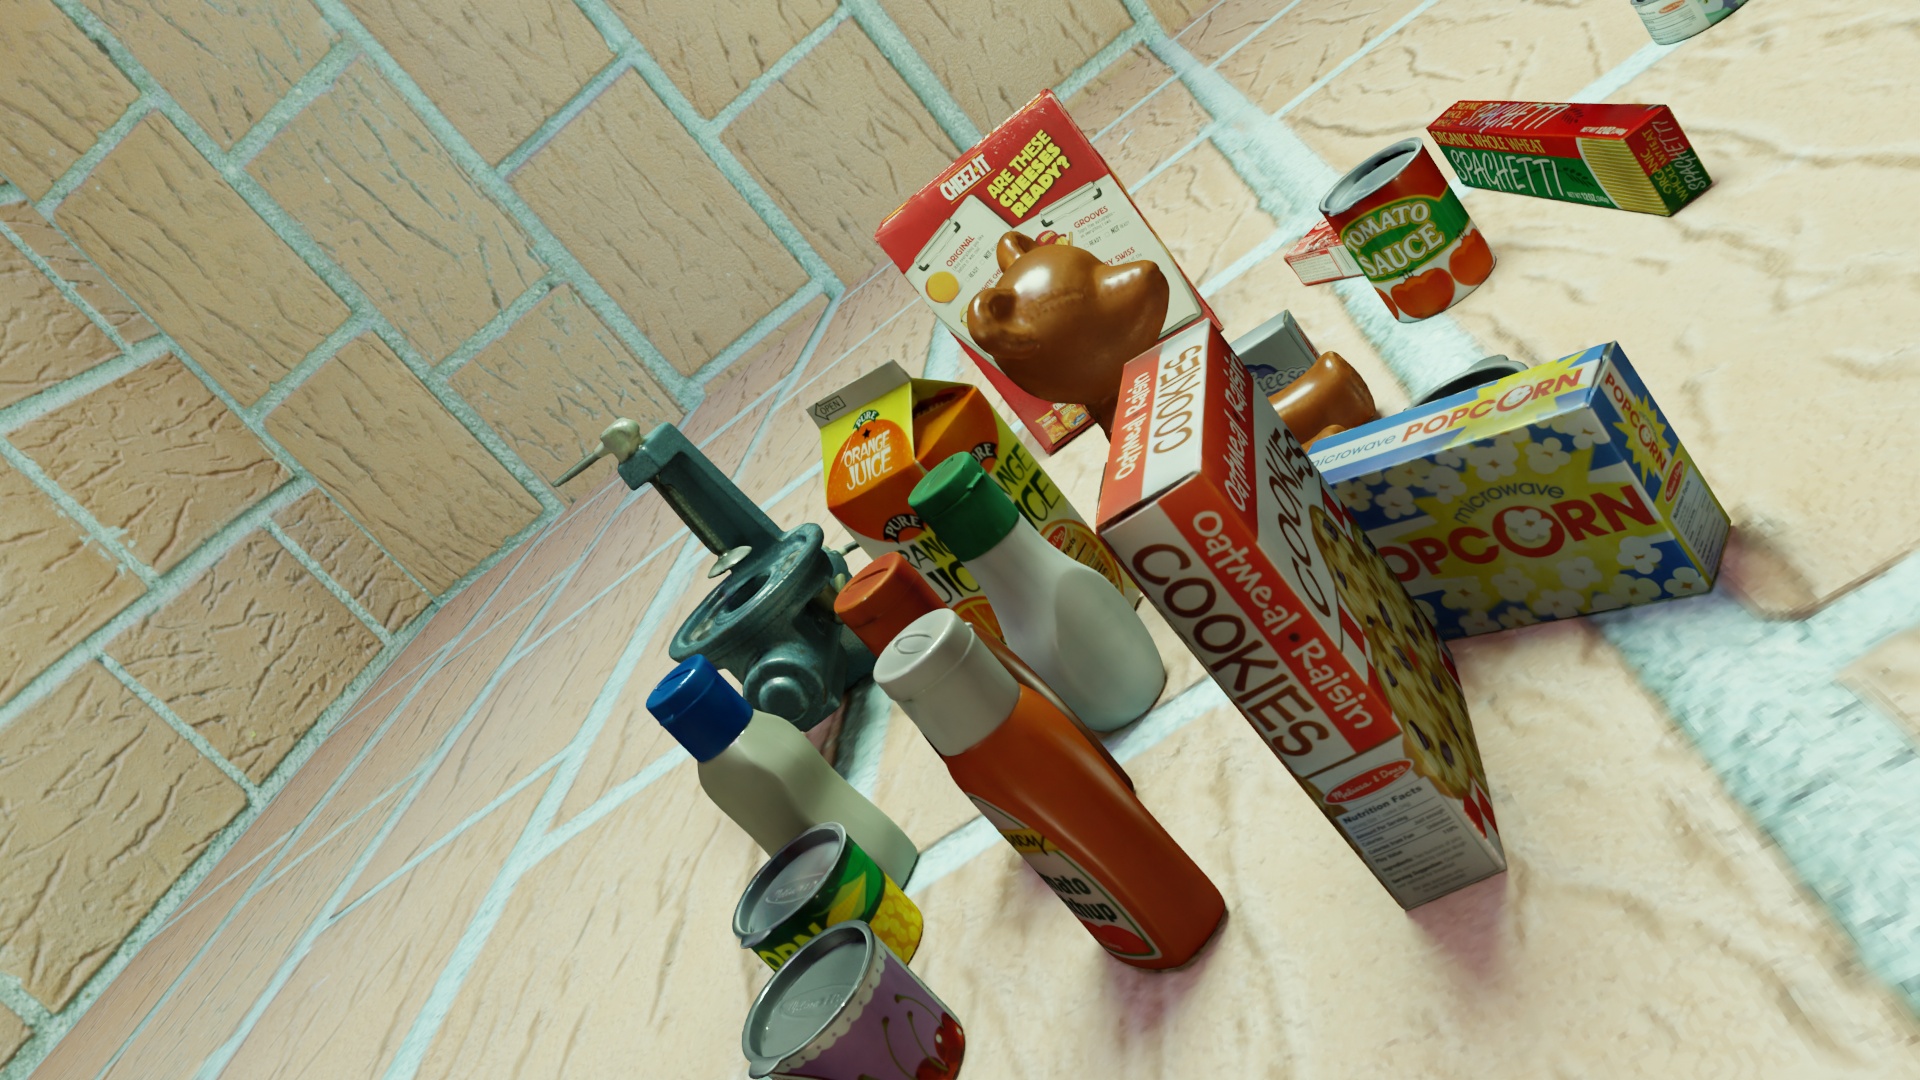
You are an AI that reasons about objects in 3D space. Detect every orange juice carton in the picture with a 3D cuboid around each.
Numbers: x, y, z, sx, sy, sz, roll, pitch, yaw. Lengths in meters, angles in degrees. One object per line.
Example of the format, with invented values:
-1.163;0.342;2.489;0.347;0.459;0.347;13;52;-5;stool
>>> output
0.003;-0.009;0.725;0.071;0.192;0.073;-24;23;43;orange juice carton

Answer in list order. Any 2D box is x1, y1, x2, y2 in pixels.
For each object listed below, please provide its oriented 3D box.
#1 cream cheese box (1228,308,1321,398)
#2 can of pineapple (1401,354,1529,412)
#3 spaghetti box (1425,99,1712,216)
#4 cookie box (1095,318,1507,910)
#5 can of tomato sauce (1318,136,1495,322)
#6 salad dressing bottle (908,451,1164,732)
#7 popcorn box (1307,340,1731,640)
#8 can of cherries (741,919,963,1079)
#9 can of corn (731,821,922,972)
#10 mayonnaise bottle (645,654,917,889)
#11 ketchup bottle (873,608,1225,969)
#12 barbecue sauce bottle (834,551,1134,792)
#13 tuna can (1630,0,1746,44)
0.163;-0.086;0.819;0.103;0.053;0.024;-31;19;29;cream cheese box
0.215;-0.031;0.561;0.071;0.057;0.071;-36;17;13;can of pineapple
0.339;-0.225;0.800;0.028;0.050;0.251;-38;17;8;spaghetti box
0.112;0.020;0.463;0.040;0.167;0.123;-33;18;25;cookie box
0.256;-0.176;0.797;0.071;0.083;0.071;-36;17;13;can of tomato sauce
0.036;0.024;0.648;0.044;0.147;0.064;-21;26;49;salad dressing bottle
0.195;-0.011;0.507;0.126;0.085;0.038;-20;26;49;popcorn box
-0.042;0.194;0.538;0.071;0.058;0.072;-36;17;13;can of cherries
-0.061;0.174;0.628;0.071;0.058;0.071;-36;17;13;can of corn
-0.089;0.119;0.672;0.064;0.148;0.041;-27;21;38;mayonnaise bottle
0.030;0.088;0.496;0.044;0.148;0.064;-47;18;-21;ketchup bottle
0.007;0.070;0.591;0.064;0.148;0.044;-25;23;42;barbecue sauce bottle
0.464;-0.347;0.875;0.071;0.032;0.071;-36;17;13;tuna can
